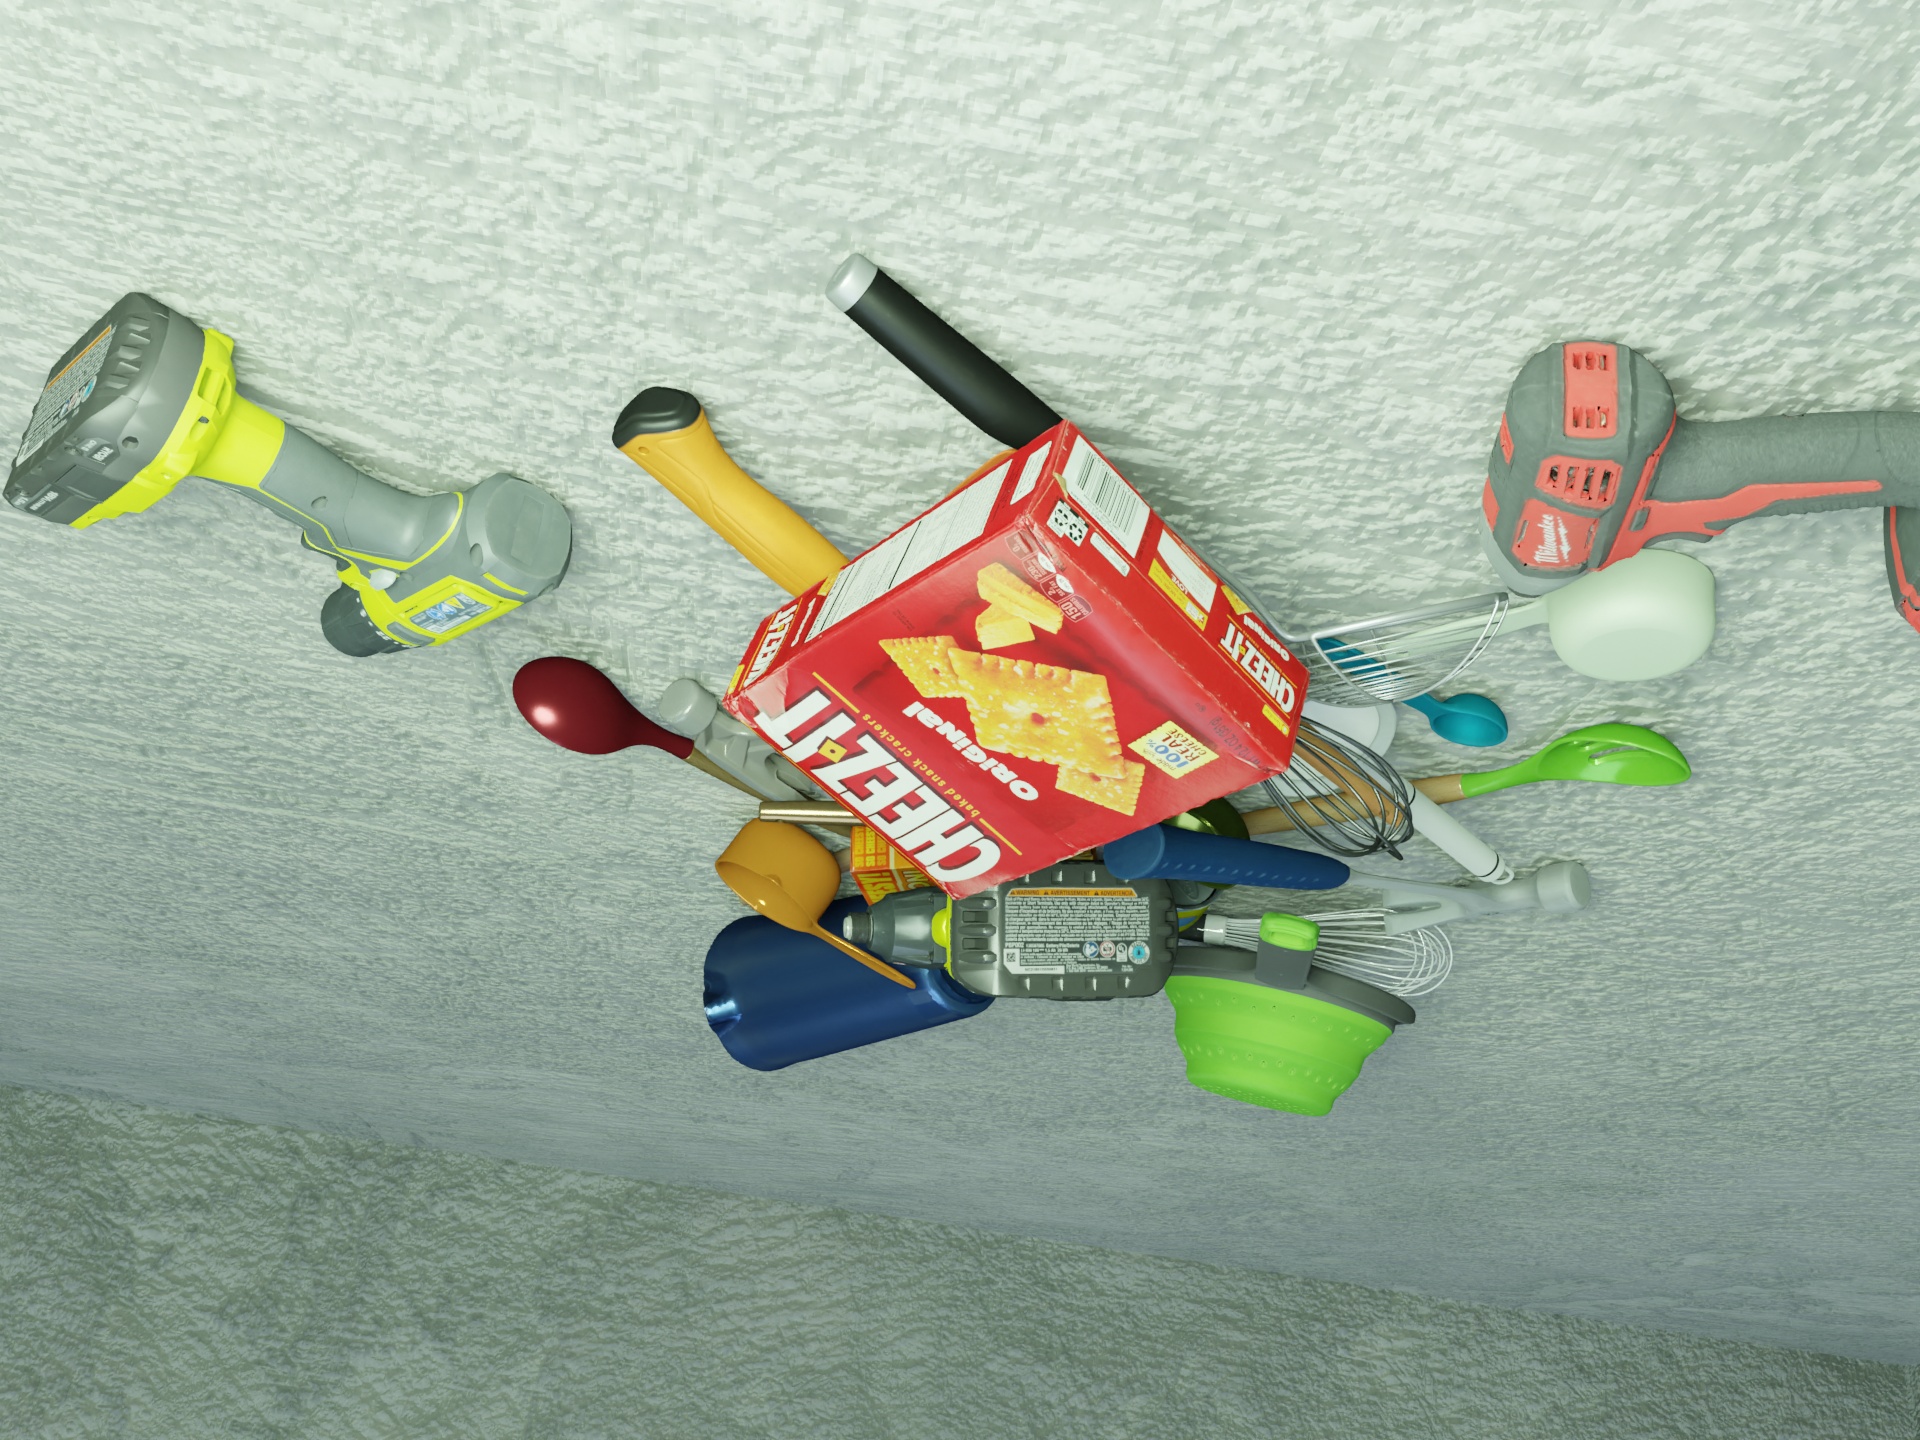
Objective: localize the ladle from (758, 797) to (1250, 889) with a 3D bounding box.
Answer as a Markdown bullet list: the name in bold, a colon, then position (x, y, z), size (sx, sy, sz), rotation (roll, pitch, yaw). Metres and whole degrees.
- **ladle**: position (0.029, 0.073, 1.034), size (0.320, 0.062, 0.078), rotation (1, 149, -2)

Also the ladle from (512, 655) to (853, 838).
- **ladle**: position (-0.165, 0.029, 1.051), size (0.031, 0.069, 0.315), rotation (-29, 146, 23)

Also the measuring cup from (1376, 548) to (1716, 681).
- **measuring cup**: position (0.289, -0.038, 0.795), size (0.167, 0.038, 0.083), rotation (-14, 147, 33)

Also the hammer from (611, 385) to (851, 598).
- **hammer**: position (-0.041, -0.042, 0.801), size (0.127, 0.034, 0.336), rotation (-26, 126, 38)

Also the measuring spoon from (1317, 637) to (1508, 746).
- **measuring spoon**: position (0.249, -0.022, 0.874), size (0.128, 0.021, 0.042), rotation (28, 157, -18)

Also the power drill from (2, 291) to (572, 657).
- **power drill**: position (-0.337, -0.102, 0.798), size (0.190, 0.080, 0.228), rotation (-17, 148, 39)

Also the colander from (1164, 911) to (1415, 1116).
- **colander**: position (0.221, 0.217, 1.130), size (0.204, 0.094, 0.396), rotation (11, 164, 13)

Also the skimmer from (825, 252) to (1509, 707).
- **skimmer**: position (0.100, -0.110, 0.714), size (0.363, 0.090, 0.127), rotation (34, 157, -25)

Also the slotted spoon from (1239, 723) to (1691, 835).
- **slotted spoon**: position (0.286, 0.043, 0.979), size (0.314, 0.031, 0.070), rotation (-15, 146, 42)

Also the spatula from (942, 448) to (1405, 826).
- **spatula**: position (0.118, -0.029, 0.809), size (0.322, 0.041, 0.081), rotation (36, 127, -21)

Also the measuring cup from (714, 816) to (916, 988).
- **measuring cup**: position (-0.096, 0.133, 1.176), size (0.173, 0.052, 0.095), rotation (32, 156, -1)

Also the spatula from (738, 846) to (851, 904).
- **spatula**: position (-0.077, 0.103, 1.207), size (0.059, 0.018, 0.316), rotation (23, 149, -34)

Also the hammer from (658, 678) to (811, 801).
- **hammer**: position (-0.002, -0.003, 0.951), size (0.359, 0.037, 0.149), rotation (-9, 149, 31)

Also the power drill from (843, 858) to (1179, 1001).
- **power drill**: position (0.028, 0.132, 1.002), size (0.171, 0.080, 0.223), rotation (2, 172, -16)

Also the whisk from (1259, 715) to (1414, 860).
- **whisk**: position (0.122, -0.010, 0.754), size (0.239, 0.055, 0.055), rotation (38, 147, -8)

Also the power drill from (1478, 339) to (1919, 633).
- **power drill**: position (0.327, -0.088, 0.650), size (0.219, 0.079, 0.143), rotation (5, 154, 11)

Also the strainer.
- **strainer**: position (0.249, 0.038, 0.930), size (0.258, 0.050, 0.087), rotation (34, 118, -30)

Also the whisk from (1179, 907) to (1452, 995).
- **whisk**: position (0.227, 0.163, 1.211), size (0.284, 0.070, 0.070), rotation (7, 154, 14)

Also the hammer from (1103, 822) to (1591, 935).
- **hammer**: position (0.233, 0.099, 0.992), size (0.405, 0.035, 0.144), rotation (11, 159, -42)
